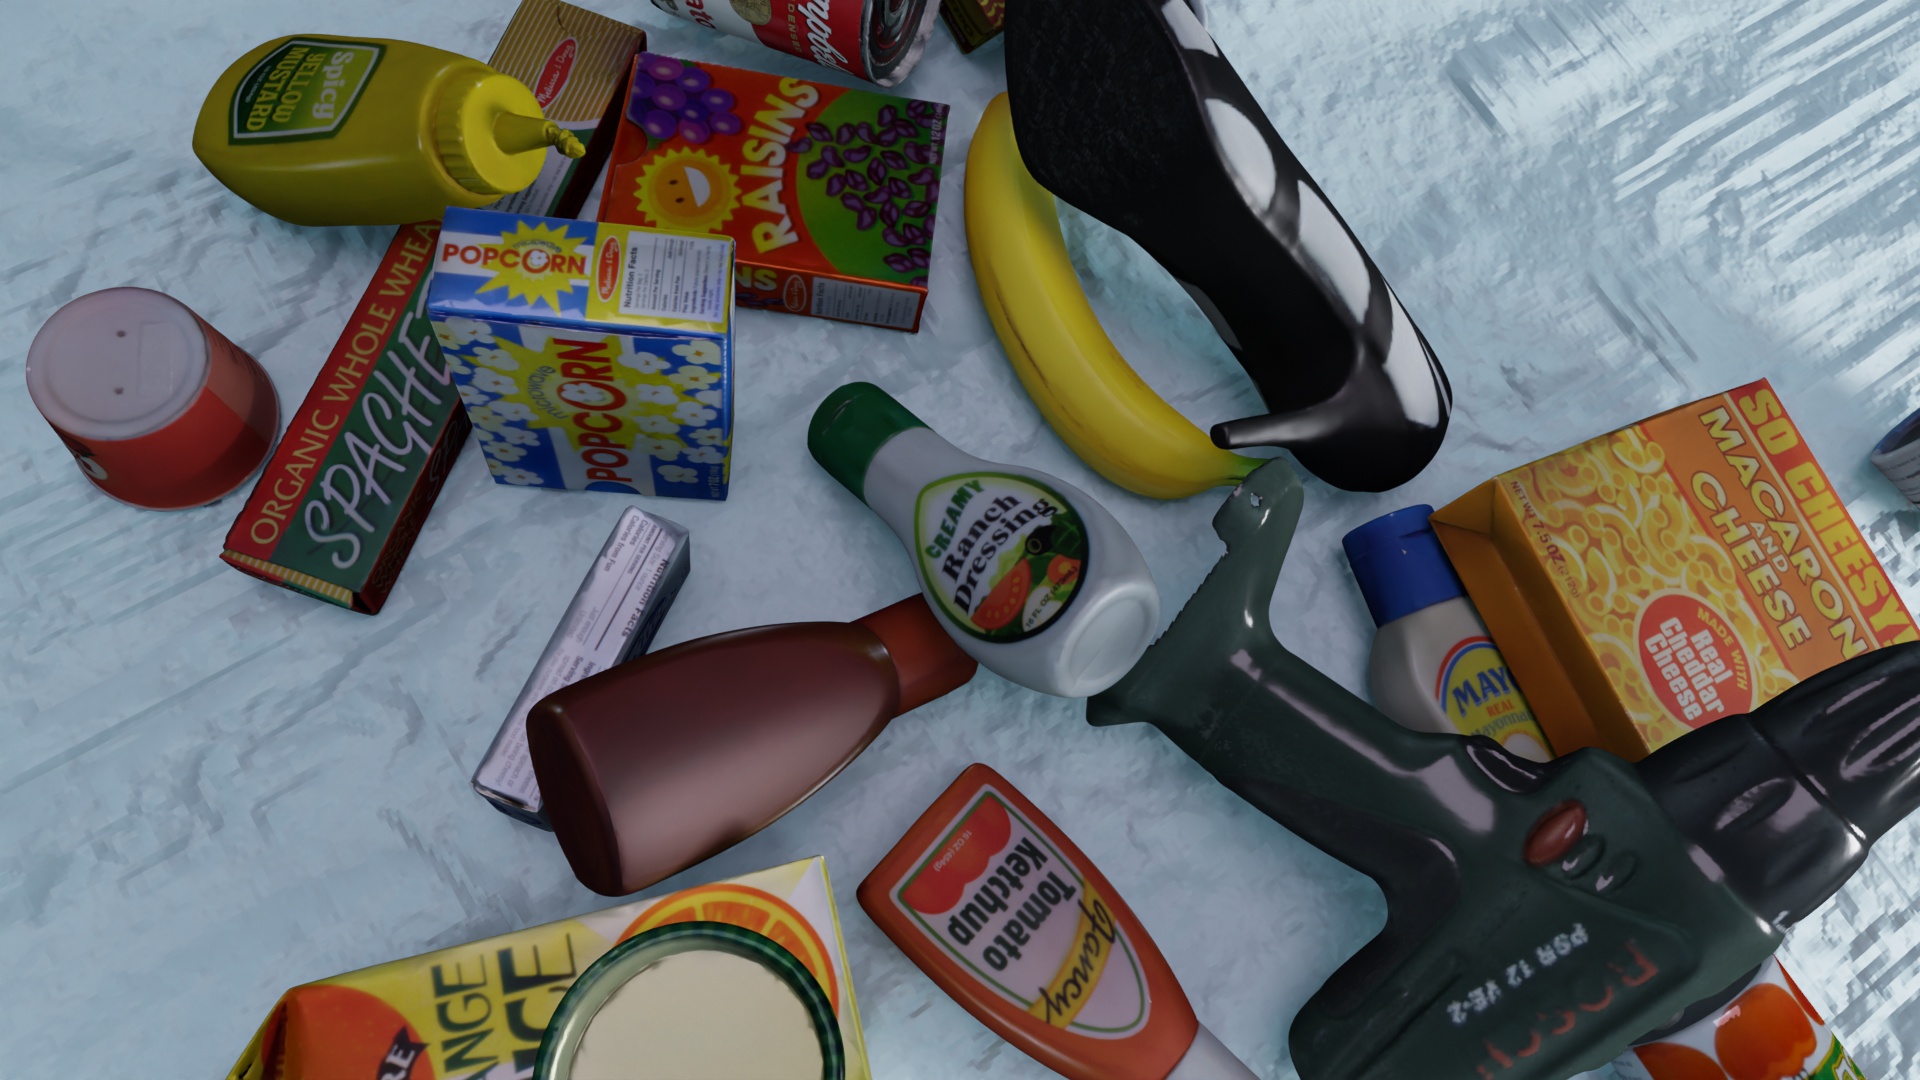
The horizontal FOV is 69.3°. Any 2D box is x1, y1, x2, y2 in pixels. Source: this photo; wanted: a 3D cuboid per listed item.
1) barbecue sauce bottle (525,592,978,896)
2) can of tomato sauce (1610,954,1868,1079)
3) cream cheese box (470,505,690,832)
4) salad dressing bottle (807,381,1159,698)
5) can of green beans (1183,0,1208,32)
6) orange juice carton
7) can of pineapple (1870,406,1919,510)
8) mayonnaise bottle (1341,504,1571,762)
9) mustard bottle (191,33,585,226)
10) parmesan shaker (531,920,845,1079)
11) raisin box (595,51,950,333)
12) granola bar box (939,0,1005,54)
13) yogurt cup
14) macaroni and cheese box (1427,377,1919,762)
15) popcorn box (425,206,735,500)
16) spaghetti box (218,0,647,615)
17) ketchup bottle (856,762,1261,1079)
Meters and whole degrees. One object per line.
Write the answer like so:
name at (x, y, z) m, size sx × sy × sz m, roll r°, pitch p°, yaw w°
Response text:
barbecue sauce bottle at (-0.059, 0.055, 0.446) m, size 0.149 × 0.043 × 0.065 m, roll -21°, pitch 96°, yaw -38°
can of tomato sauce at (0.270, 0.188, 0.465) m, size 0.071 × 0.071 × 0.083 m, roll -30°, pitch 78°, yaw -17°
cream cheese box at (-0.123, 0.043, 0.460) m, size 0.024 × 0.053 × 0.104 m, roll 25°, pitch 70°, yaw -1°
salad dressing bottle at (0.002, -0.006, 0.469) m, size 0.064 × 0.044 × 0.148 m, roll -52°, pitch 51°, yaw 2°
can of green beans at (0.062, -0.197, 0.568) m, size 0.071 × 0.057 × 0.071 m, roll 3°, pitch 71°, yaw -8°
orange juice carton at (-0.128, 0.155, 0.412) m, size 0.193 × 0.071 × 0.073 m, roll -11°, pitch 73°, yaw -13°
can of pineapple at (0.421, -0.034, 0.564) m, size 0.071 × 0.070 × 0.058 m, roll -37°, pitch 81°, yaw -18°
mayonnaise bottle at (0.185, 0.060, 0.508) m, size 0.065 × 0.041 × 0.148 m, roll -15°, pitch 75°, yaw -17°
mustard bottle at (-0.192, -0.142, 0.479) m, size 0.160 × 0.048 × 0.065 m, roll 8°, pitch 69°, yaw 26°
parmesan shaker at (-0.061, 0.130, 0.337) m, size 0.071 × 0.102 × 0.071 m, roll 3°, pitch 70°, yaw -8°
raisin box at (-0.071, -0.133, 0.536) m, size 0.123 × 0.040 × 0.086 m, roll 8°, pitch 71°, yaw -5°
granola bar box at (0.009, -0.307, 0.575) m, size 0.124 × 0.039 × 0.165 m, roll -38°, pitch 102°, yaw -15°
yogurt cup at (-0.273, -0.049, 0.468) m, size 0.072 × 0.053 × 0.072 m, roll 3°, pitch 72°, yaw -9°
macaroni and cheese box at (0.269, 0.016, 0.518) m, size 0.167 × 0.040 × 0.124 m, roll -18°, pitch 76°, yaw -29°
popcorn box at (-0.117, -0.056, 0.456) m, size 0.085 × 0.126 × 0.038 m, roll 4°, pitch 69°, yaw -8°
spaghetti box at (-0.185, -0.093, 0.509) m, size 0.050 × 0.028 × 0.251 m, roll 20°, pitch 70°, yaw -2°
ketchup bottle at (0.038, 0.145, 0.456) m, size 0.149 × 0.043 × 0.065 m, roll 43°, pitch 71°, yaw 6°
